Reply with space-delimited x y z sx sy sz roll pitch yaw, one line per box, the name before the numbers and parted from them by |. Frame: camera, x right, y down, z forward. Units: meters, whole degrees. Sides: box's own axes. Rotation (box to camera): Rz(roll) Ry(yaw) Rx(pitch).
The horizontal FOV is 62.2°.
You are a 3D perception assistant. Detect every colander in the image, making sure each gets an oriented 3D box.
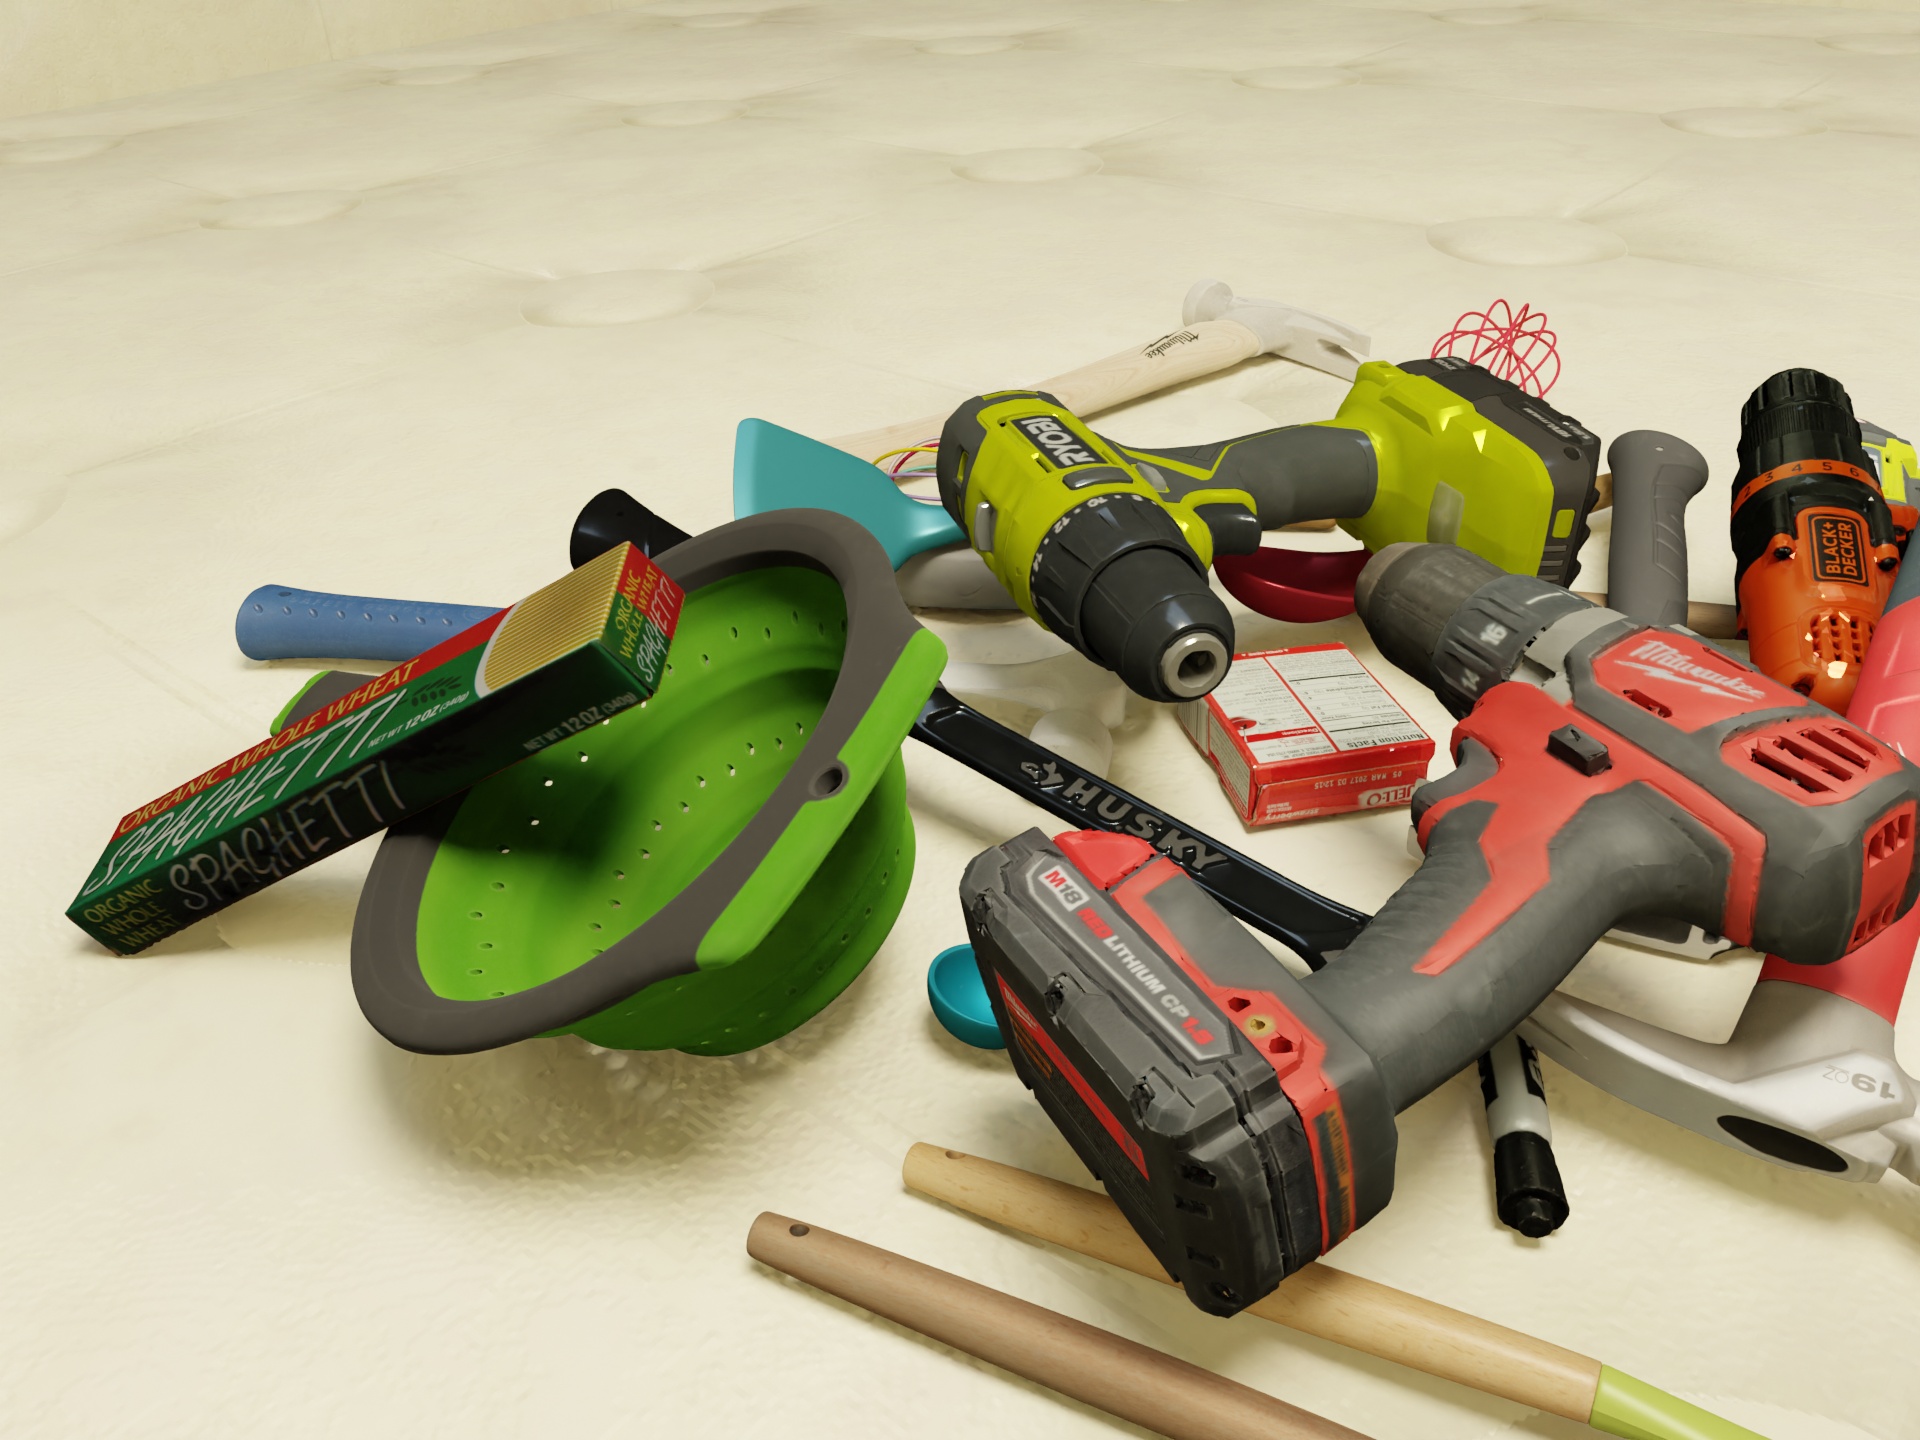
colander | -0.137 0.031 0.560 0.397 0.094 0.204 6 55 48

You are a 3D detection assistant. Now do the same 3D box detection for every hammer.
hammer | 0.274 -0.033 0.649 0.146 0.035 0.335 9 39 17
hammer | 0.301 -0.038 0.512 0.143 0.038 0.386 20 62 27
hammer | 0.058 -0.185 0.936 0.410 0.038 0.146 -24 39 -30
hammer | -0.001 -0.002 0.582 0.409 0.036 0.149 29 51 30
hammer | -0.127 -0.032 0.704 0.405 0.035 0.144 5 33 12

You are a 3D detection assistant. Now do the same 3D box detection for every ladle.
ladle | 0.128 0.142 0.386 0.320 0.062 0.078 11 7 26
ladle | 0.243 -0.091 0.747 0.315 0.031 0.069 -17 35 -30

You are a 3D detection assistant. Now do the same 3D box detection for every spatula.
spatula | 0.085 0.174 0.371 0.316 0.018 0.060 14 26 24
spatula | 0.060 -0.099 0.713 0.317 0.044 0.082 -4 66 -2

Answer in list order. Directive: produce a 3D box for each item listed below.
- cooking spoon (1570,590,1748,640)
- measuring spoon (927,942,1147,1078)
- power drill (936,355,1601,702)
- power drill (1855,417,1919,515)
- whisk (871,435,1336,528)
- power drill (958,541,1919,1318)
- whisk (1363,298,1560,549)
cooking spoon | 0.317 -0.045 0.707 0.319 0.017 0.069 6 30 13
measuring spoon | 0.039 0.112 0.483 0.129 0.021 0.042 34 34 32
power drill | 0.122 -0.076 0.609 0.228 0.080 0.191 -9 33 -17
power drill | 0.470 -0.082 0.683 0.223 0.080 0.171 13 32 23
whisk | 0.072 -0.117 0.820 0.245 0.047 0.051 4 31 5
power drill | 0.115 0.032 0.438 0.226 0.080 0.188 -27 39 -14
whisk | 0.265 -0.151 0.850 0.073 0.073 0.296 13 41 24
